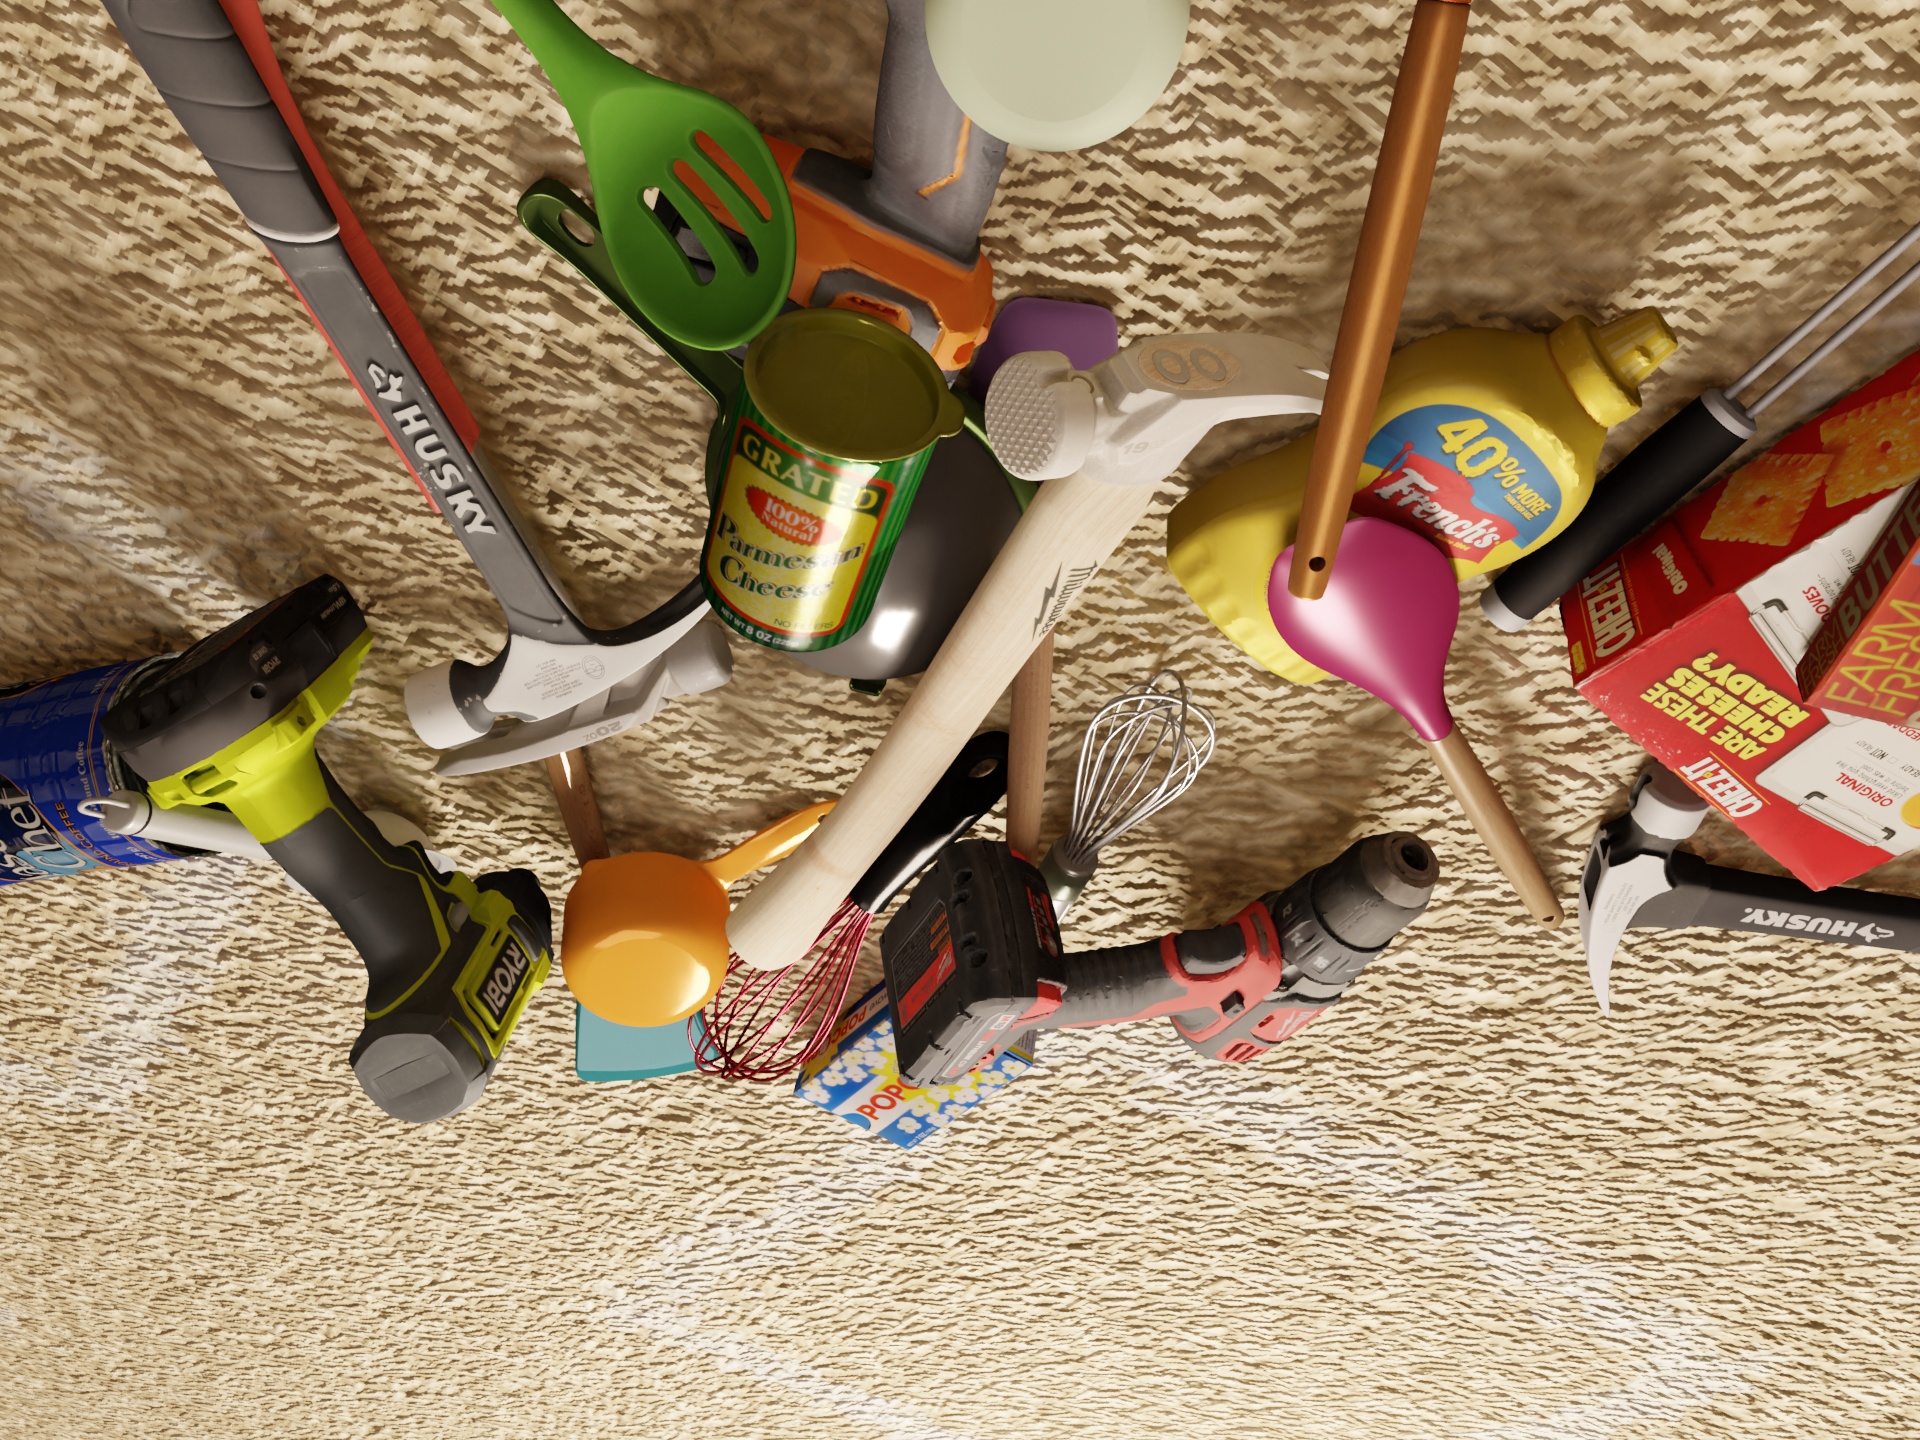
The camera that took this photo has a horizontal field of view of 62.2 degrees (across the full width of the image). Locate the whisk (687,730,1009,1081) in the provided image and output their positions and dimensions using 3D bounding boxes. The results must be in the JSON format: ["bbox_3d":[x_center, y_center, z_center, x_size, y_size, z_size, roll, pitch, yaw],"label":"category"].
[{"bbox_3d":[-0.058,0.103,0.831,0.073,0.073,0.295,30,124,-17],"label":"whisk"}]

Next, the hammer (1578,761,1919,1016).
[{"bbox_3d":[0.461,0.102,0.747,0.335,0.035,0.146,8,133,3],"label":"hammer"}]

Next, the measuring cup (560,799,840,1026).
[{"bbox_3d":[-0.128,0.097,0.814,0.173,0.052,0.095,-30,124,16],"label":"measuring cup"}]

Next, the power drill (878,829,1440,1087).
[{"bbox_3d":[0.094,0.105,0.742,0.226,0.080,0.187,3,147,-23],"label":"power drill"}]

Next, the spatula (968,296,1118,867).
[{"bbox_3d":[0.030,-0.034,0.697,0.060,0.018,0.315,8,127,10],"label":"spatula"}]

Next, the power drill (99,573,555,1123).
[{"bbox_3d":[-0.275,0.054,0.743,0.080,0.171,0.223,-24,111,12],"label":"power drill"}]

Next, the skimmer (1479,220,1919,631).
[{"bbox_3d":[0.292,-0.137,0.518,0.127,0.090,0.363,49,133,9],"label":"skimmer"}]

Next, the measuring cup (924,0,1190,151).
[{"bbox_3d":[-0.009,-0.222,0.432,0.167,0.038,0.083,33,122,-19],"label":"measuring cup"}]

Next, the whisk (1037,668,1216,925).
[{"bbox_3d":[0.059,0.062,0.776,0.057,0.059,0.246,10,139,-14],"label":"whisk"}]

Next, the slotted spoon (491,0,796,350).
[{"bbox_3d":[-0.152,-0.246,0.475,0.070,0.031,0.313,-34,99,32],"label":"slotted spoon"}]

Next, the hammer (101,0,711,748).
[{"bbox_3d":[-0.226,-0.163,0.575,0.149,0.036,0.408,-18,127,8],"label":"hammer"}]

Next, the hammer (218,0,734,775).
[{"bbox_3d":[-0.231,-0.129,0.645,0.149,0.037,0.358,-17,127,9],"label":"hammer"}]

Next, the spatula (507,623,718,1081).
[{"bbox_3d":[-0.193,0.074,0.834,0.082,0.044,0.317,-6,131,-1],"label":"spatula"}]

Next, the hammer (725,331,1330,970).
[{"bbox_3d":[-0.001,-0.002,0.655,0.146,0.038,0.410,-12,153,-35],"label":"hammer"}]

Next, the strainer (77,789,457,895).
[{"bbox_3d":[-0.333,0.059,0.787,0.087,0.050,0.258,-16,165,11],"label":"strainer"}]

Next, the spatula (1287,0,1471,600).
[{"bbox_3d":[0.136,-0.188,0.472,0.081,0.041,0.322,7,118,-1],"label":"spatula"}]

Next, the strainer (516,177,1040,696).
[{"bbox_3d":[-0.080,-0.101,0.622,0.256,0.069,0.151,43,133,-20],"label":"strainer"}]

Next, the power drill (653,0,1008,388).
[{"bbox_3d":[-0.026,-0.222,0.506,0.164,0.084,0.226,24,128,-11],"label":"power drill"}]

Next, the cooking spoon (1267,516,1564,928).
[{"bbox_3d":[0.211,0.016,0.679,0.069,0.017,0.318,-23,138,22],"label":"cooking spoon"}]
